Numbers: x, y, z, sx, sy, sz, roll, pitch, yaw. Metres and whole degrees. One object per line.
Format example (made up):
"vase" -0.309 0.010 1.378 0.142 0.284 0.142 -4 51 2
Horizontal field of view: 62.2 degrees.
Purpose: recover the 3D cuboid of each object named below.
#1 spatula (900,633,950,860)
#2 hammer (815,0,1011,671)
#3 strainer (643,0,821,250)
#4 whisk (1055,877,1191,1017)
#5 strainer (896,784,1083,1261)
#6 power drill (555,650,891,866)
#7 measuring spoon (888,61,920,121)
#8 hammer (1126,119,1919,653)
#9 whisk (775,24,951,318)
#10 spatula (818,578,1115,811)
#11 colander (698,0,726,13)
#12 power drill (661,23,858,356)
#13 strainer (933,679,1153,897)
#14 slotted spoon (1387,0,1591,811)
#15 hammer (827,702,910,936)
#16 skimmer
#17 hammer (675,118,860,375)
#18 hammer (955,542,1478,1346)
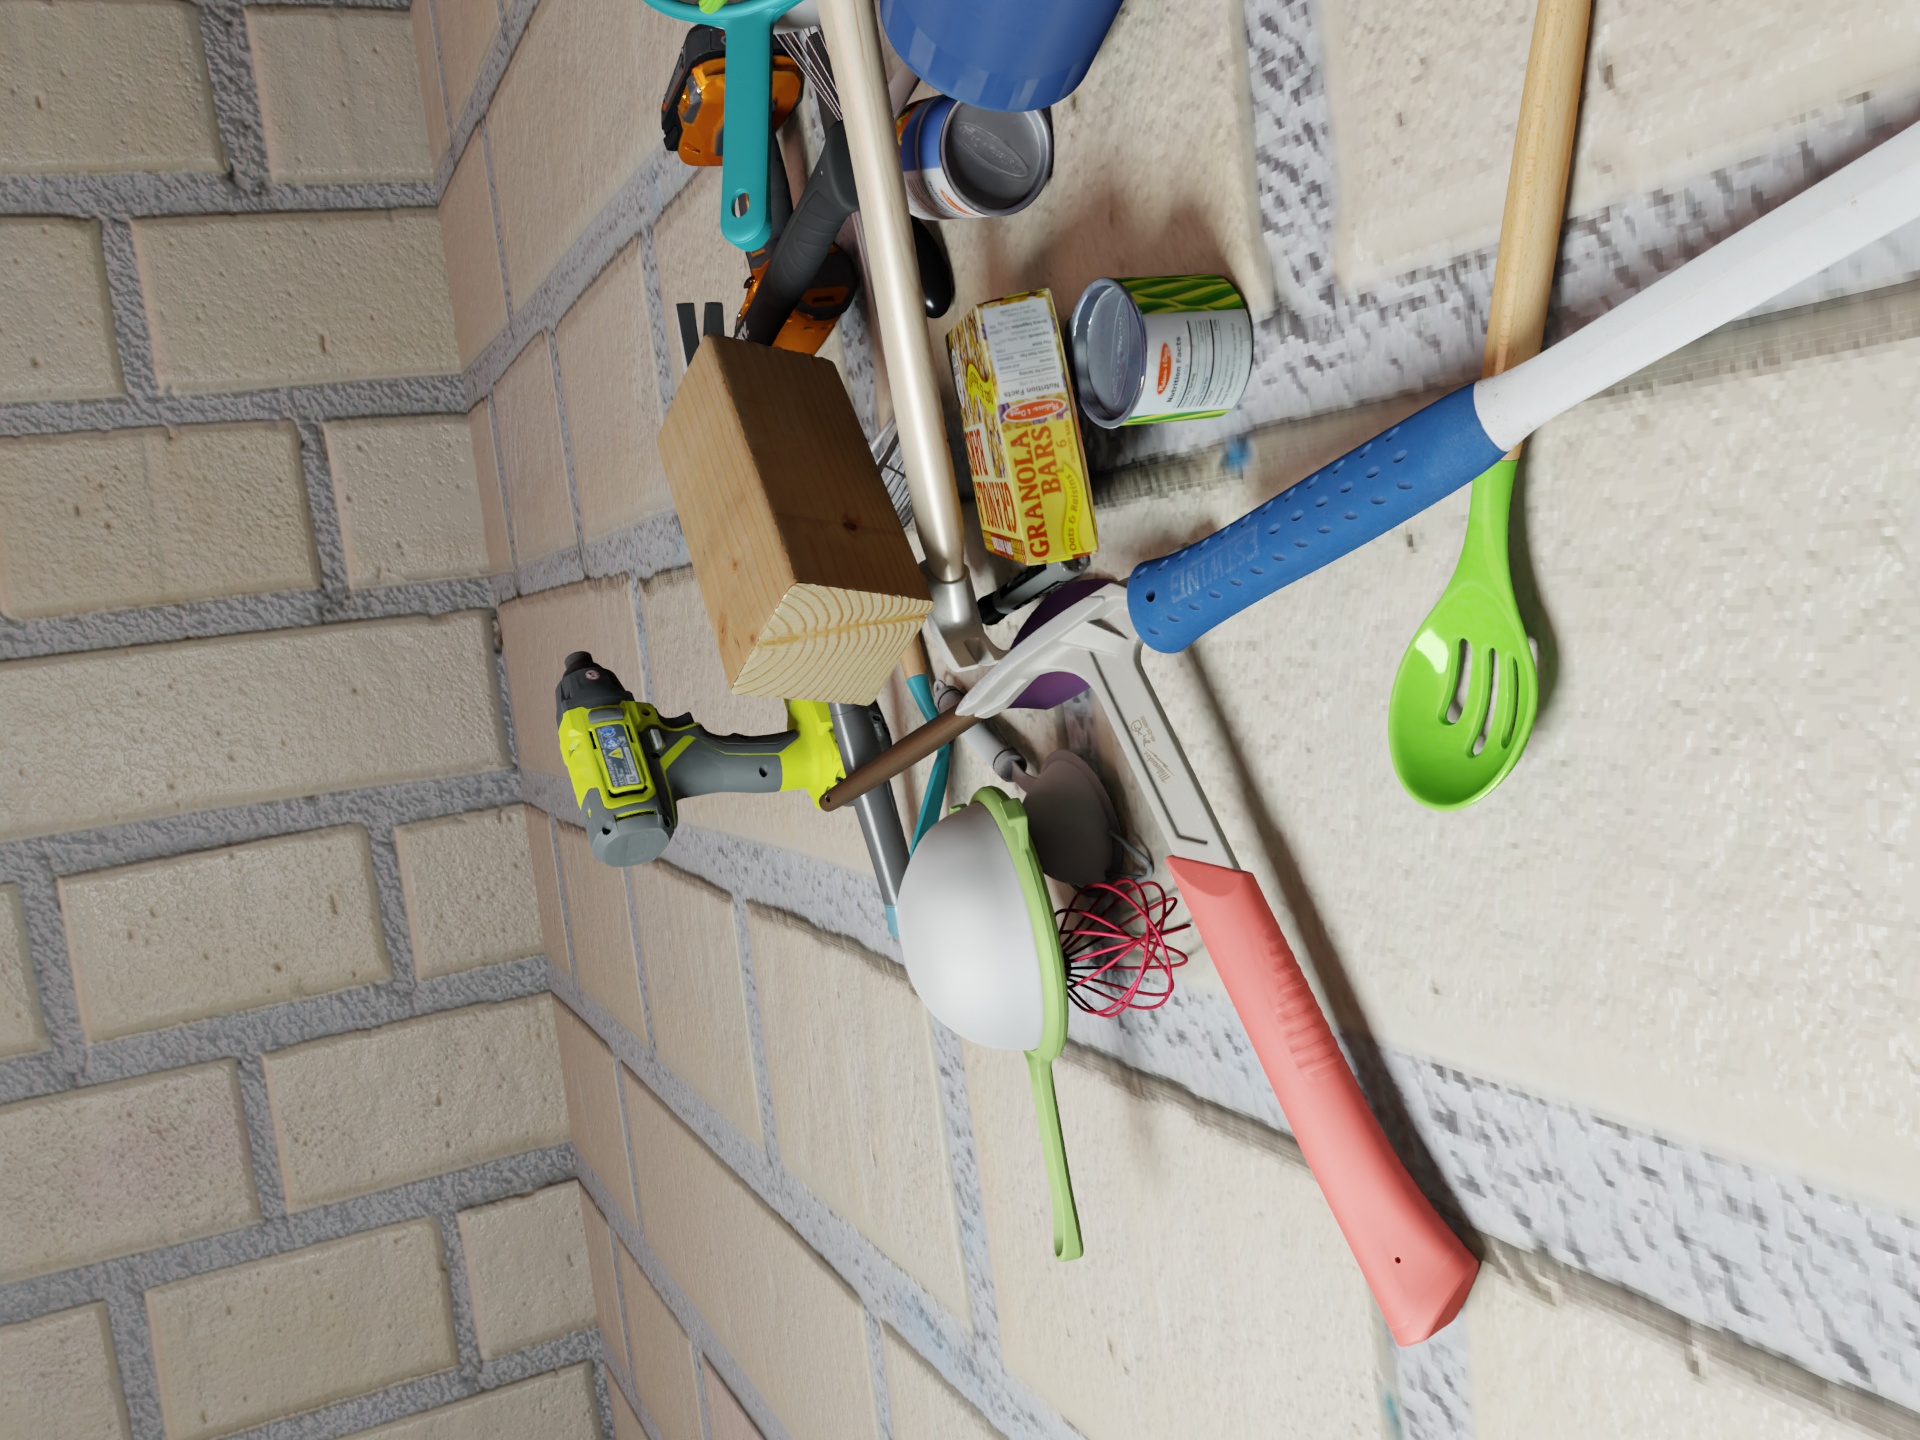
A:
"spatula" -0.047 -0.050 1.080 0.082 0.044 0.318 70 -175 -73
"hammer" -0.031 -0.226 0.835 0.146 0.038 0.410 -120 18 -66
"strainer" -0.101 -0.422 0.921 0.211 0.095 0.340 -2 82 23
"whisk" 0.059 0.138 0.905 0.296 0.073 0.073 138 120 -69
"strainer" 0.013 0.166 0.848 0.151 0.069 0.256 161 99 -78
"power drill" -0.179 0.008 1.171 0.171 0.223 0.080 66 151 30
"measuring spoon" -0.014 -0.362 0.864 0.034 0.018 0.124 37 96 42
"hammer" 0.183 -0.099 0.518 0.405 0.035 0.144 -31 71 57
"whisk" -0.063 -0.374 0.990 0.070 0.070 0.285 -44 64 61
"spatula" -0.002 -0.003 0.953 0.316 0.018 0.060 -33 67 48
"colander" -0.092 -0.538 0.759 0.204 0.094 0.397 3 76 68
"power drill" -0.150 -0.365 1.156 0.164 0.084 0.226 -30 75 65
"strainer" 0.031 0.032 0.948 0.259 0.050 0.086 -133 37 -56
"slotted spoon" 0.193 -0.118 0.557 0.070 0.031 0.313 35 127 58
"hammer" -0.077 -0.010 1.092 0.033 0.128 0.331 -9 105 27
"skimmer" -0.085 -0.281 1.026 0.127 0.090 0.363 154 106 -67
"hammer" -0.121 -0.270 1.013 0.334 0.035 0.146 -37 65 62
"hammer" 0.121 0.104 0.724 0.149 0.036 0.359 -35 67 28
